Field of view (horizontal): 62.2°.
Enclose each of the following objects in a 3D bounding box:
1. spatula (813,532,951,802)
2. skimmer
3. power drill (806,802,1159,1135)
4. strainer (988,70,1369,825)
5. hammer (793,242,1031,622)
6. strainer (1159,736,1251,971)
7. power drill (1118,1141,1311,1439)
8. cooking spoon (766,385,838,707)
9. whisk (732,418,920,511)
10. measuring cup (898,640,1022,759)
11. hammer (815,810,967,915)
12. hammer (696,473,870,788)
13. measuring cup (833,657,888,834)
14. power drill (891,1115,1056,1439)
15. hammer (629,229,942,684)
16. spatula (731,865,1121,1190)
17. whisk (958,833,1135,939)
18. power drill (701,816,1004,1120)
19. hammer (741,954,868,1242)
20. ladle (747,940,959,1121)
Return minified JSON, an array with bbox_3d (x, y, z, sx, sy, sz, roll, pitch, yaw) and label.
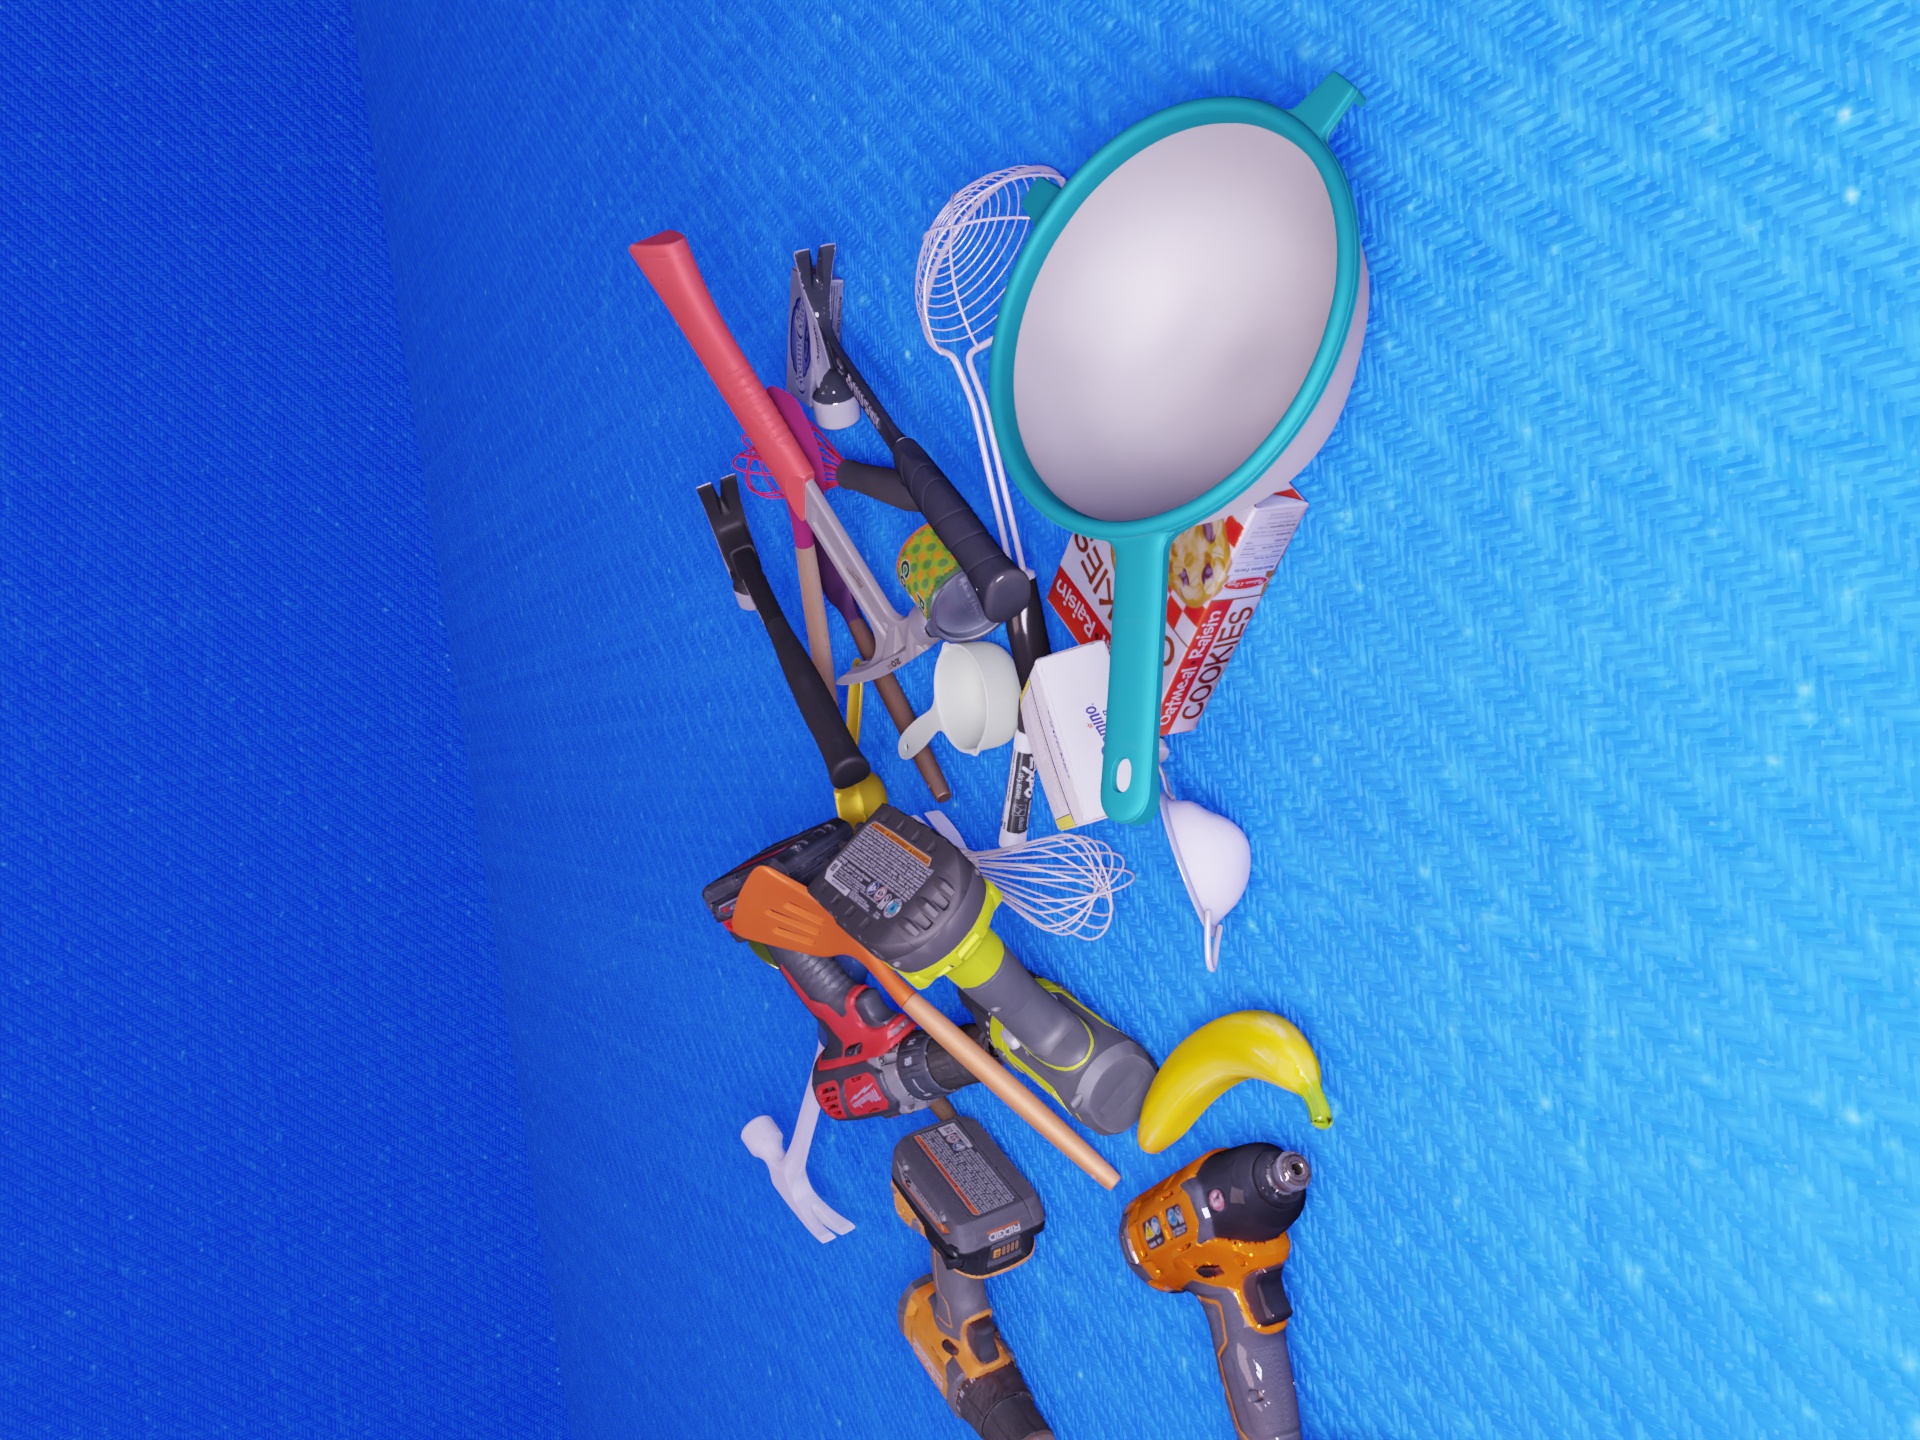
[{"bbox_3d":[-0.073,-0.060,1.275,0.316,0.018,0.059,63,148,32],"label":"spatula"},{"bbox_3d":[0.046,-0.158,1.007,0.127,0.090,0.363,7,115,51],"label":"skimmer"},{"bbox_3d":[0.009,0.157,1.020,0.228,0.080,0.191,48,169,-32],"label":"power drill"},{"bbox_3d":[0.114,-0.117,0.759,0.211,0.095,0.340,-2,80,45],"label":"strainer"},{"bbox_3d":[-0.040,-0.187,1.059,0.409,0.036,0.149,-121,18,-49],"label":"hammer"},{"bbox_3d":[0.115,0.023,0.920,0.086,0.050,0.259,49,-164,-55],"label":"strainer"},{"bbox_3d":[0.173,0.347,0.869,0.164,0.084,0.227,-57,45,52],"label":"power drill"},{"bbox_3d":[-0.121,-0.119,1.271,0.069,0.017,0.318,32,141,38],"label":"cooking spoon"},{"bbox_3d":[-0.096,-0.194,1.237,0.296,0.073,0.073,25,120,52],"label":"whisk"},{"bbox_3d":[-0.002,-0.004,1.138,0.167,0.038,0.083,-40,63,61],"label":"measuring cup"},{"bbox_3d":[-0.067,0.144,1.310,0.331,0.033,0.128,-12,88,63],"label":"hammer"},{"bbox_3d":[-0.141,-0.065,1.272,0.146,0.035,0.335,76,168,-45],"label":"hammer"},{"bbox_3d":[-0.077,0.022,1.298,0.062,0.029,0.156,35,126,55],"label":"measuring cup"},{"bbox_3d":[0.014,0.439,1.200,0.186,0.084,0.226,39,136,51],"label":"power drill"},{"bbox_3d":[-0.136,-0.194,1.174,0.149,0.037,0.359,-23,101,55],"label":"hammer"},{"bbox_3d":[-0.023,0.213,1.091,0.323,0.041,0.081,39,134,13],"label":"spatula"},{"bbox_3d":[0.016,0.101,1.079,0.285,0.070,0.070,1,99,58],"label":"whisk"},{"bbox_3d":[-0.075,0.191,1.190,0.188,0.080,0.226,-25,95,43],"label":"power drill"},{"bbox_3d":[-0.109,0.281,1.343,0.144,0.035,0.405,46,136,33],"label":"hammer"},{"bbox_3d":[-0.092,0.260,1.371,0.320,0.062,0.078,41,158,47],"label":"ladle"}]
